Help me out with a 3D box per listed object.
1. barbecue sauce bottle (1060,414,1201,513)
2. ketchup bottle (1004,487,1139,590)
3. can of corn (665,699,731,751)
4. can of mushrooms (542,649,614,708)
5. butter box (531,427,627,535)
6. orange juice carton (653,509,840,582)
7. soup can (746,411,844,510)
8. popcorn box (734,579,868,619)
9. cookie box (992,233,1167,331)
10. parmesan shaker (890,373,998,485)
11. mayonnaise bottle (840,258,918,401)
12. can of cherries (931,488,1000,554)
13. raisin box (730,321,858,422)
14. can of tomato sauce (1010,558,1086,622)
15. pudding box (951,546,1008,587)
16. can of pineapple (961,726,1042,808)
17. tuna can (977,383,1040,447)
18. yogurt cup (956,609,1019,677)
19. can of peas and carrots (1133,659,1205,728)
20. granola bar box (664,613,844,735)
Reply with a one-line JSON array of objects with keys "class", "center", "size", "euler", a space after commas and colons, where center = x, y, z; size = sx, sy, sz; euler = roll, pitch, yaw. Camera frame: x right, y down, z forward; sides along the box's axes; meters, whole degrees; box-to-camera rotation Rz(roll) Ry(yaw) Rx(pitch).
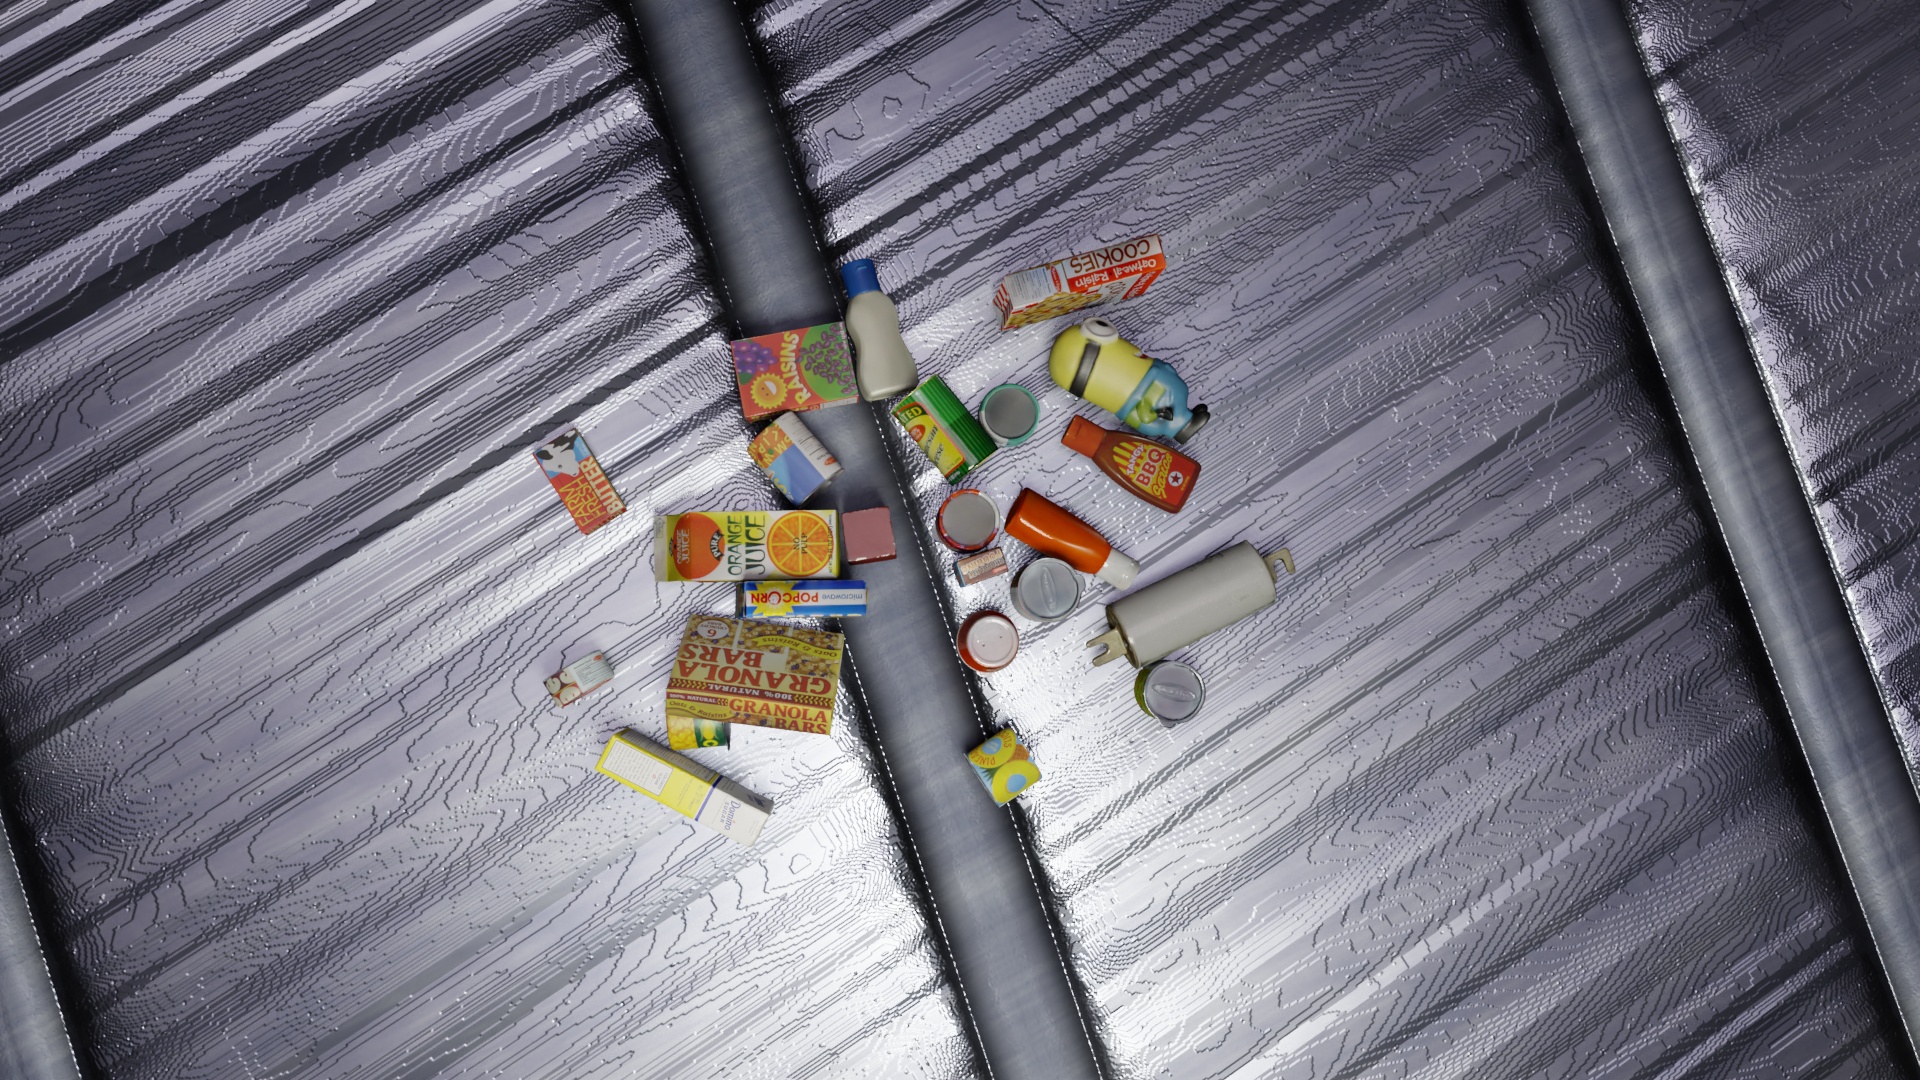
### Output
[{"class": "barbecue sauce bottle", "center": [0.182, -0.088, 1.500], "size": [0.148, 0.043, 0.065], "euler": [27, 85, -1]}, {"class": "ketchup bottle", "center": [0.121, 0.002, 1.483], "size": [0.149, 0.065, 0.043], "euler": [30, 126, -7]}, {"class": "can of corn", "center": [-0.270, 0.184, 1.434], "size": [0.058, 0.071, 0.071], "euler": [-5, 86, -4]}, {"class": "can of mushrooms", "center": [-0.394, 0.143, 1.430], "size": [0.071, 0.071, 0.033], "euler": [-31, 90, -6]}, {"class": "butter box", "center": [-0.401, -0.062, 1.464], "size": [0.053, 0.024, 0.103], "euler": [-32, 89, -7]}, {"class": "orange juice carton", "center": [-0.223, 0.007, 1.448], "size": [0.193, 0.073, 0.072], "euler": [-1, 86, -4]}, {"class": "soup can", "center": [-0.176, -0.082, 1.463], "size": [0.071, 0.071, 0.084], "euler": [-42, 89, -6]}, {"class": "popcorn box", "center": [-0.165, 0.061, 1.432], "size": [0.127, 0.085, 0.038], "euler": [0, 87, -15]}, {"class": "cookie box", "center": [0.124, -0.272, 1.470], "size": [0.168, 0.123, 0.040], "euler": [-16, 88, -5]}, {"class": "parmesan shaker", "center": [-0.015, -0.118, 1.474], "size": [0.071, 0.071, 0.103], "euler": [-39, 89, -6]}, {"class": "mayonnaise bottle", "center": [-0.092, -0.227, 1.492], "size": [0.065, 0.041, 0.148], "euler": [-14, 86, -16]}, {"class": "can of cherries", "center": [0.005, -0.018, 1.474], "size": [0.071, 0.058, 0.071], "euler": [0, 86, -5]}, {"class": "raisin box", "center": [-0.177, -0.180, 1.483], "size": [0.123, 0.040, 0.086], "euler": [-11, 87, -6]}, {"class": "can of tomato sauce", "center": [0.090, 0.052, 1.463], "size": [0.071, 0.083, 0.071], "euler": [0, 86, -4]}, {"class": "pudding box", "center": [0.020, 0.028, 1.459], "size": [0.050, 0.083, 0.030], "euler": [-19, 88, -5]}, {"class": "can of pineapple", "center": [0.044, 0.236, 1.453], "size": [0.058, 0.071, 0.071], "euler": [-33, 89, -7]}, {"class": "tuna can", "center": [0.054, -0.137, 1.500], "size": [0.071, 0.033, 0.071], "euler": [0, 86, -4]}, {"class": "yogurt cup", "center": [0.031, 0.107, 1.469], "size": [0.072, 0.054, 0.072], "euler": [0, 85, -4]}, {"class": "can of peas and carrots", "center": [0.221, 0.162, 1.476], "size": [0.071, 0.058, 0.071], "euler": [0, 87, -4]}, {"class": "granola bar box", "center": [-0.207, 0.135, 1.416], "size": [0.166, 0.125, 0.038], "euler": [8, 123, -4]}]
